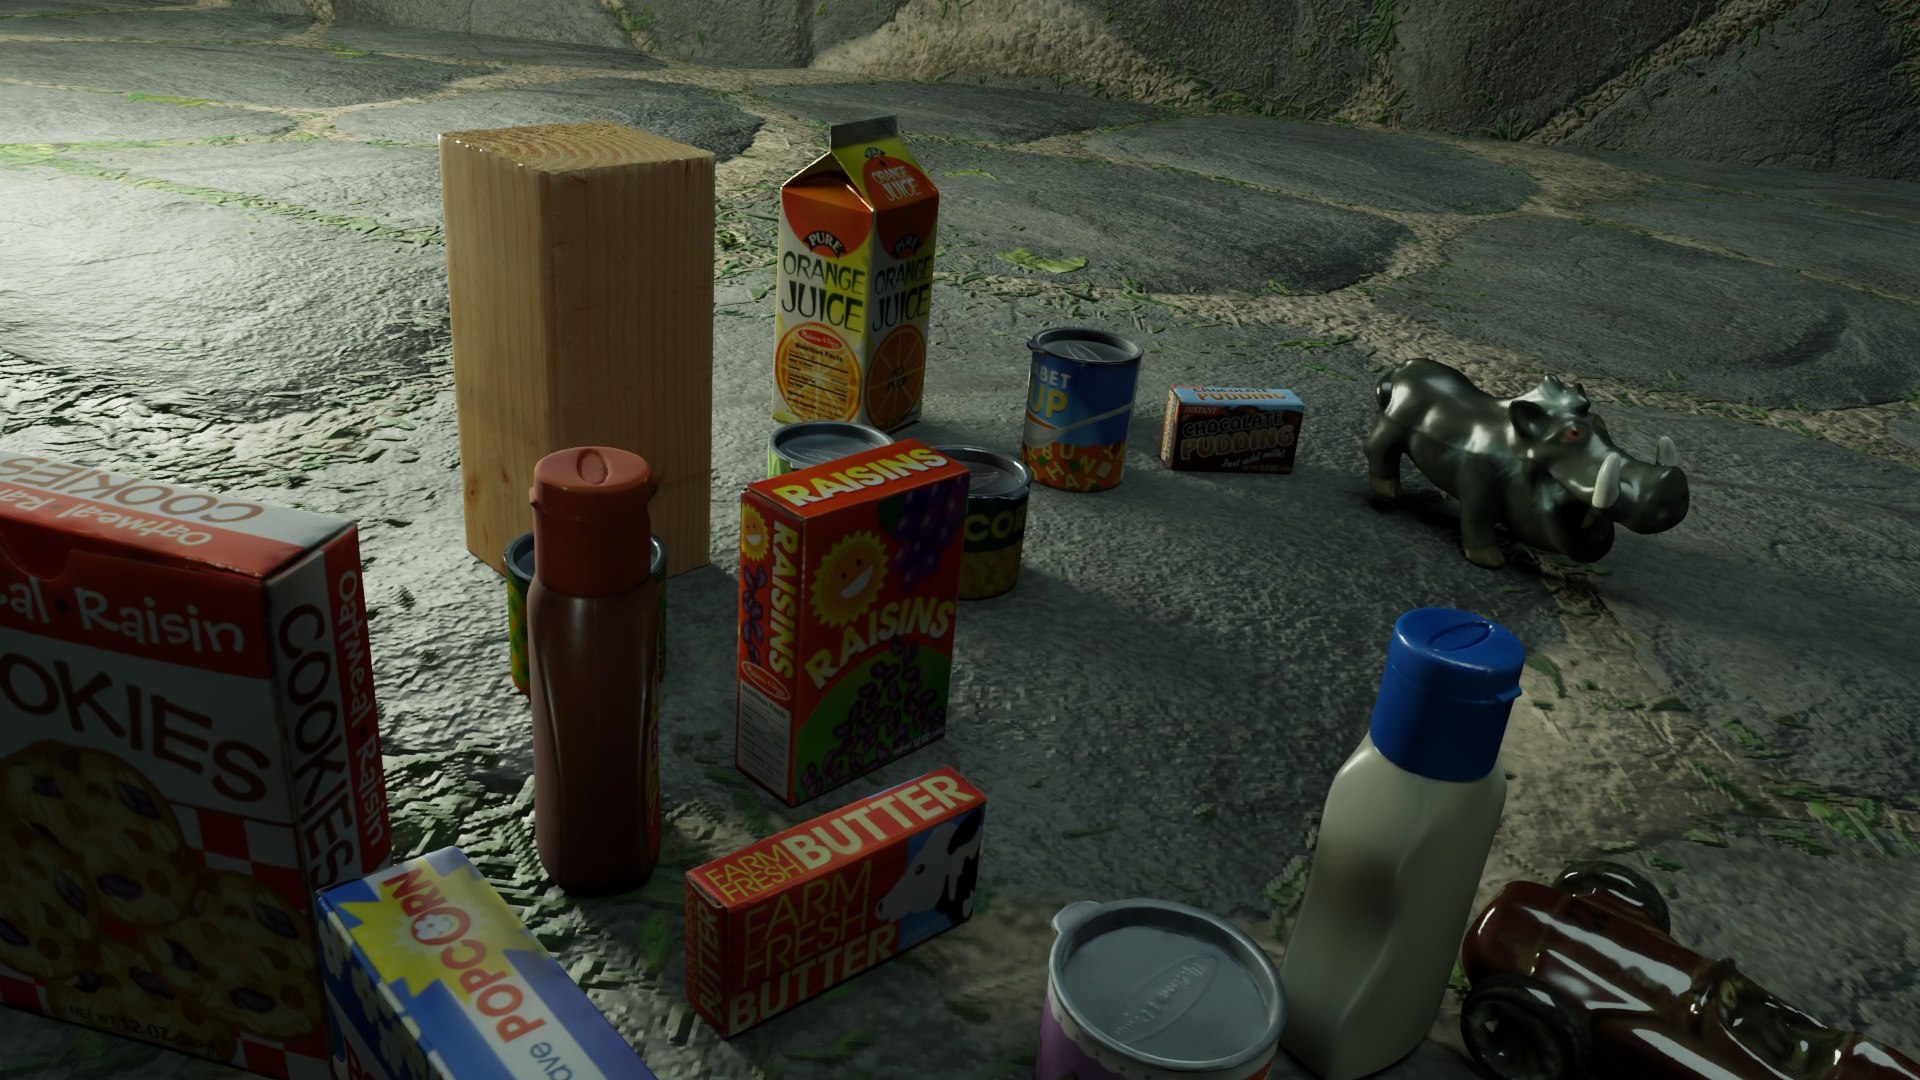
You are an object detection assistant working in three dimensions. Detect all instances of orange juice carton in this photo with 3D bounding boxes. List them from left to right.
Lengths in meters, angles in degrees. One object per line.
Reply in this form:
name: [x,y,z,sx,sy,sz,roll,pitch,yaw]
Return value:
orange juice carton: [-0.065,-0.164,0.863,0.073,0.191,0.072,19,28,26]

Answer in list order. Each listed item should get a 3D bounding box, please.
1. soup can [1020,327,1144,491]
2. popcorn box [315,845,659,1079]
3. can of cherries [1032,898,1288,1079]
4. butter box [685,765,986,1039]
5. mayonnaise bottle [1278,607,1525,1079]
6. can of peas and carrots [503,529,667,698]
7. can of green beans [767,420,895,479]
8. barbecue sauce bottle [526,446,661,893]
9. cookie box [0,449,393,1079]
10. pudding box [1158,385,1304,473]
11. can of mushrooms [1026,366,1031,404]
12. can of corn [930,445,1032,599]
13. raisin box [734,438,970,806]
soup can: [0.070,-0.080,0.843,0.071,0.083,0.071,5,25,-2]
popcorn box: [-0.110,0.144,0.335,0.038,0.084,0.127,-17,34,-40]
can of cherries: [0.053,0.145,0.398,0.071,0.058,0.072,5,25,-2]
butter box: [-0.039,0.115,0.449,0.104,0.053,0.024,-15,32,-37]
mayonnaise bottle: [0.134,0.093,0.422,0.065,0.147,0.041,-14,32,-36]
can of peas and carrots: [-0.157,0.032,0.590,0.071,0.058,0.071,5,25,-2]
can of green beans: [-0.069,-0.024,0.727,0.071,0.057,0.071,5,25,-2]
barbecue sauce bottle: [-0.124,0.043,0.470,0.044,0.147,0.065,-2,26,-17]
cookie box: [-0.224,0.065,0.382,0.123,0.166,0.040,10,25,10]
pudding box: [0.173,-0.071,0.886,0.084,0.049,0.030,1,26,-10]
can of mushrooms: [0.080,-0.097,0.938,0.071,0.033,0.071,5,25,-2]
can of corn: [0.003,-0.009,0.710,0.071,0.058,0.071,5,25,-2]
raisin box: [-0.043,0.030,0.543,0.086,0.122,0.040,-19,34,-41]
